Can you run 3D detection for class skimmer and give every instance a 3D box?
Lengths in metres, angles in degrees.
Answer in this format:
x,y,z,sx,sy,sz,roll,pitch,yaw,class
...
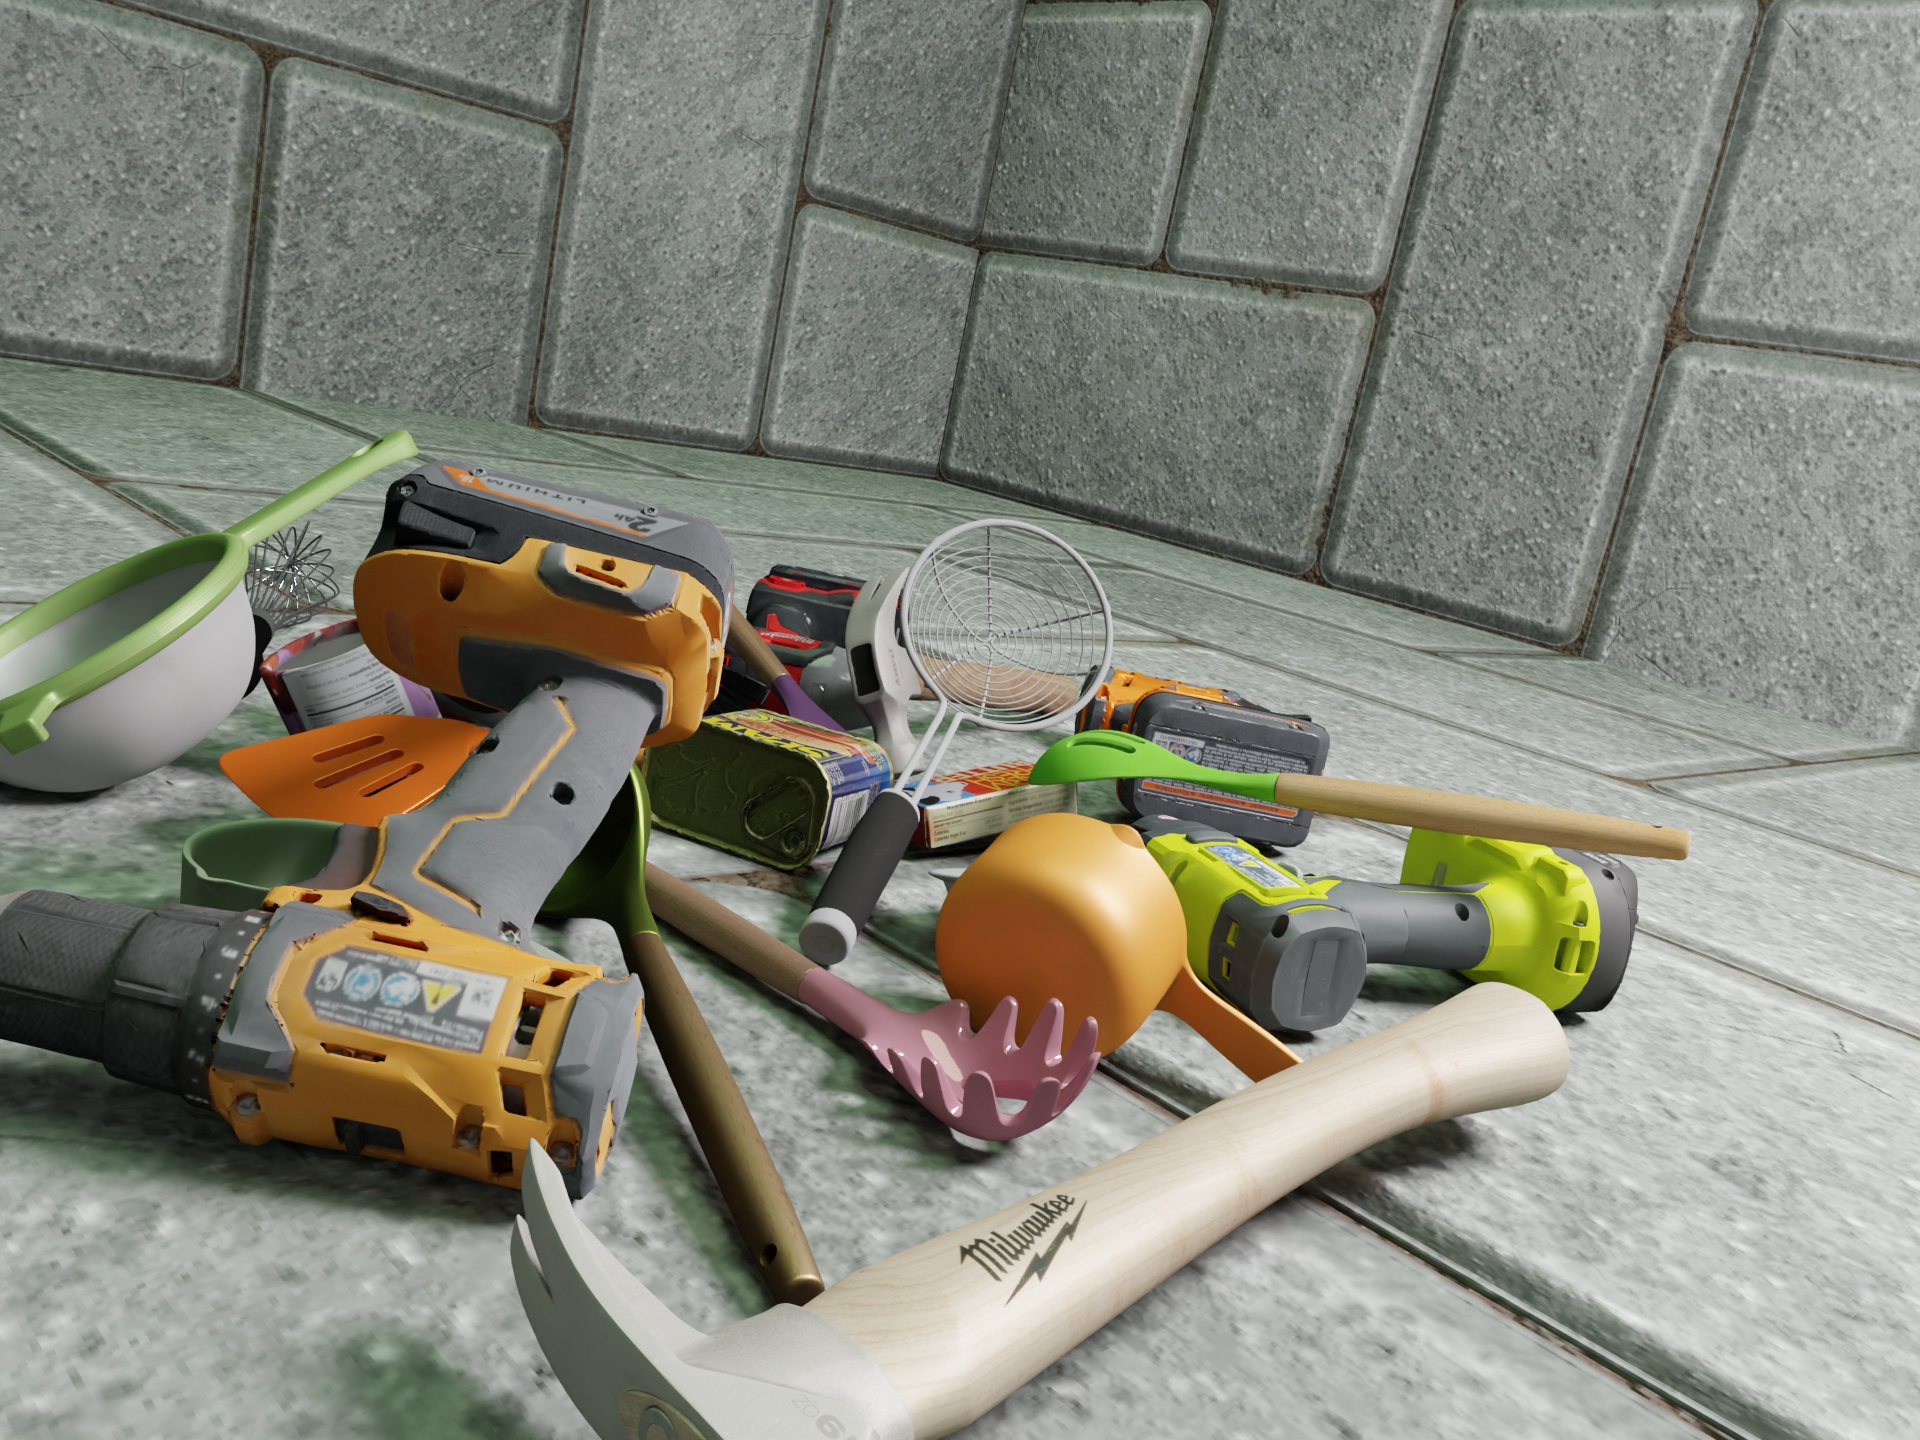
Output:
x,y,z,sx,sy,sz,roll,pitch,yaw,class
-0.001,-0.003,0.788,0.127,0.090,0.363,37,26,-4,skimmer

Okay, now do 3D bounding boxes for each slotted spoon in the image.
x,y,z,sx,sy,sz,roll,pitch,yaw,class
0.179,0.035,0.763,0.314,0.031,0.070,8,12,26,slotted spoon

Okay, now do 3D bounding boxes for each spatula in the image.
x,y,z,sx,sy,sz,roll,pitch,yaw,class
-0.117,-0.036,0.954,0.059,0.018,0.316,18,22,-48,spatula
-0.189,0.025,0.757,0.081,0.041,0.322,29,10,25,spatula

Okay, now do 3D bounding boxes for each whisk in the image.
x,y,z,sx,sy,sz,roll,pitch,yaw,class
-0.414,-0.063,0.939,0.070,0.070,0.285,8,17,-17,whisk

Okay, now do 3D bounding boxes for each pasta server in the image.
x,y,z,sx,sy,sz,roll,pitch,yaw,class
-0.073,0.085,0.610,0.060,0.040,0.316,-15,26,-41,pasta server

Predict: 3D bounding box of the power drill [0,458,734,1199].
x,y,z,sx,sy,sz,roll,pitch,yaw,class
-0.174,0.023,0.492,0.185,0.084,0.226,12,51,-4,power drill

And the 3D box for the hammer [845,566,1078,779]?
x,y,z,sx,sy,sz,roll,pitch,yaw,class
0.011,-0.026,1.075,0.031,0.130,0.331,-16,-8,23,hammer

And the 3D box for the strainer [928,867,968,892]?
x,y,z,sx,sy,sz,roll,pitch,yaw,class
0.040,0.074,0.760,0.087,0.050,0.258,5,5,10,strainer

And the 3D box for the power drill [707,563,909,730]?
x,y,z,sx,sy,sz,roll,pitch,yaw,class
-0.099,-0.044,1.090,0.143,0.078,0.220,12,15,2,power drill

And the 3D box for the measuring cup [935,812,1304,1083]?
x,y,z,sx,sy,sz,roll,pitch,yaw,class
0.067,0.108,0.578,0.174,0.095,0.052,36,33,15,measuring cup

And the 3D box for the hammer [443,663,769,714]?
x,y,z,sx,sy,sz,roll,pitch,yaw,class
-0.181,-0.031,0.787,0.149,0.036,0.409,31,3,-4,hammer

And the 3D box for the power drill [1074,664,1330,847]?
x,y,z,sx,sy,sz,roll,pitch,yaw,class
0.167,0.017,1.043,0.164,0.084,0.226,11,8,-4,power drill

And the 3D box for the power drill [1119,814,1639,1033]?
x,y,z,sx,sy,sz,roll,pitch,yaw,class
0.191,0.086,0.764,0.223,0.080,0.171,3,15,-24,power drill

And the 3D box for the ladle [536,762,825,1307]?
x,y,z,sx,sy,sz,roll,pitch,yaw,class
-0.111,0.085,0.537,0.062,0.078,0.320,36,4,-32,ladle

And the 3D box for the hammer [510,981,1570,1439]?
x,y,z,sx,sy,sz,roll,pitch,yaw,class
0.071,0.127,0.474,0.146,0.038,0.410,29,22,36,hammer

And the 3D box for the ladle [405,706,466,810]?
x,y,z,sx,sy,sz,roll,pitch,yaw,class
-0.259,0.017,0.776,0.069,0.031,0.316,9,14,-17,ladle

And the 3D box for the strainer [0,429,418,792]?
x,y,z,sx,sy,sz,roll,pitch,yaw,class
-0.332,-0.045,0.714,0.151,0.069,0.256,3,37,39,strainer

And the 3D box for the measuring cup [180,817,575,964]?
x,y,z,sx,sy,sz,roll,pitch,yaw,class
-0.193,0.077,0.541,0.168,0.038,0.083,19,14,22,measuring cup
